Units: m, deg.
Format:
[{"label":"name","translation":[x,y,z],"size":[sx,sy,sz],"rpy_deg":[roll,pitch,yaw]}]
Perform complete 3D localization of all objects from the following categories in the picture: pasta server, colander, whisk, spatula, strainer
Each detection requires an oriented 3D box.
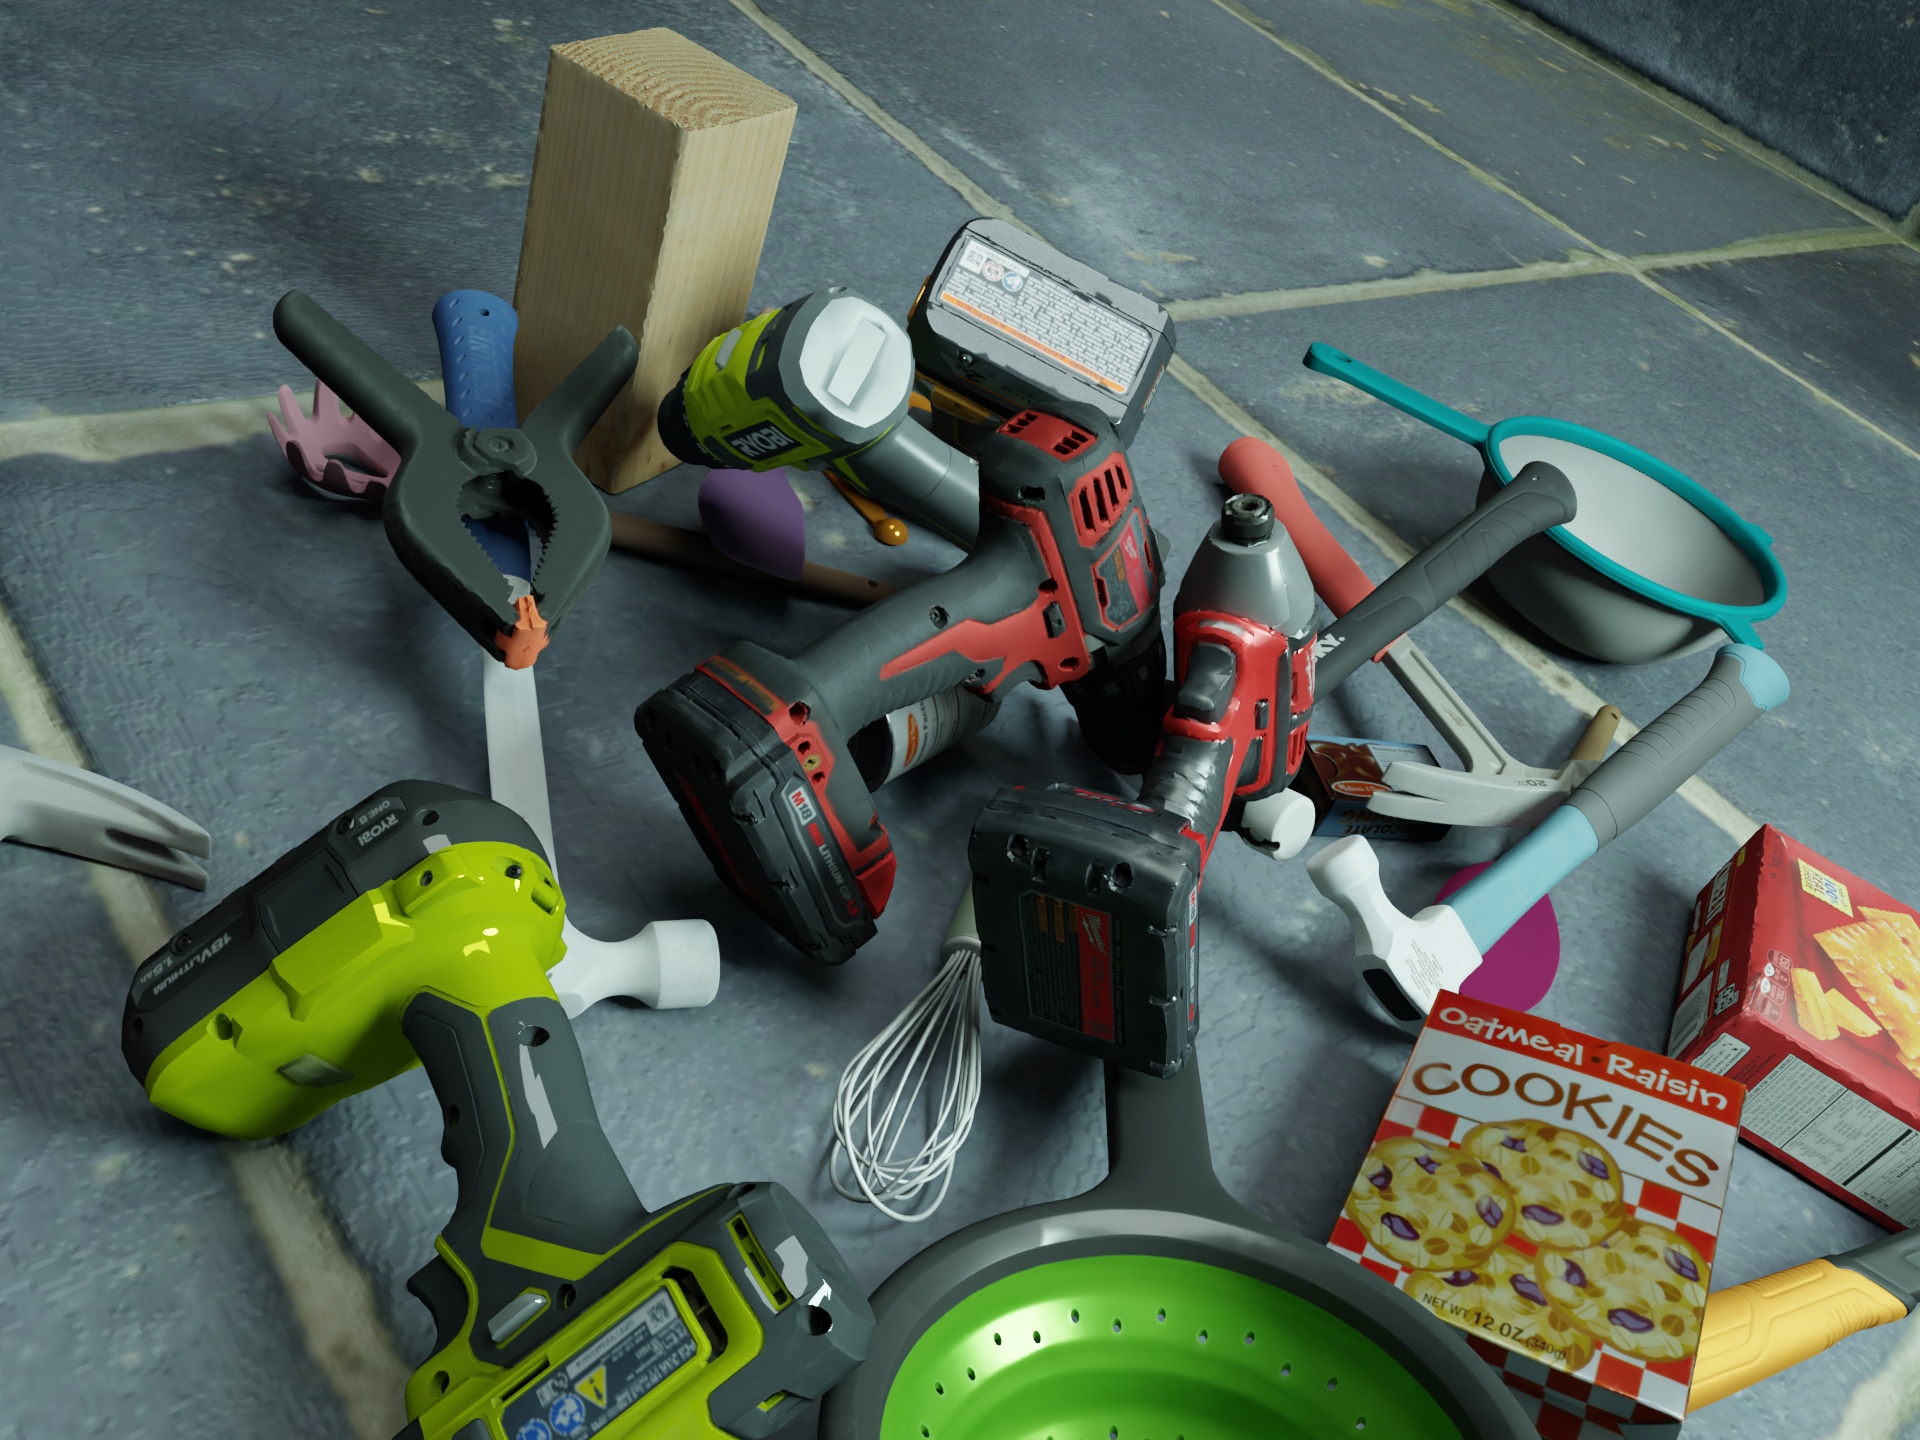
[{"label":"pasta server","translation":[-0.183,-0.104,0.804],"size":[0.316,0.040,0.060],"rpy_deg":[13,46,-13]},{"label":"colander","translation":[0.064,0.208,0.528],"size":[0.204,0.094,0.397],"rpy_deg":[6,21,1]},{"label":"whisk","translation":[0.002,0.103,0.650],"size":[0.059,0.058,0.246],"rpy_deg":[53,32,-17]},{"label":"spatula","translation":[-0.115,-0.170,0.909],"size":[0.059,0.018,0.316],"rpy_deg":[20,32,-18]},{"label":"strainer","translation":[0.365,-0.136,1.057],"size":[0.340,0.095,0.211],"rpy_deg":[31,38,10]}]

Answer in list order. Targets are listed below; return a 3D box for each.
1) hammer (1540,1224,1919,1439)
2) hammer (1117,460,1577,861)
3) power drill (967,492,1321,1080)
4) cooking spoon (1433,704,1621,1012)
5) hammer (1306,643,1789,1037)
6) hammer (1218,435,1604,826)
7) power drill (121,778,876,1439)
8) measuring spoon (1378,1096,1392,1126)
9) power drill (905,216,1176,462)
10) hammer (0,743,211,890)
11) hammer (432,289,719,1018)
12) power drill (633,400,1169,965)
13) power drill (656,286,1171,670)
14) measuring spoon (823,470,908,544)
[{"label":"hammer","translation":[0.333,0.233,0.611],"size":[0.336,0.034,0.127],"rpy_deg":[-10,57,-18]},{"label":"hammer","translation":[0.211,-0.052,0.830],"size":[0.335,0.035,0.146],"rpy_deg":[-35,42,-27]},{"label":"power drill","translation":[0.086,0.016,0.626],"size":[0.078,0.143,0.220],"rpy_deg":[14,44,23]},{"label":"cooking spoon","translation":[0.318,0.063,0.865],"size":[0.069,0.017,0.319],"rpy_deg":[41,42,9]},{"label":"hammer","translation":[0.308,0.045,0.777],"size":[0.331,0.033,0.128],"rpy_deg":[-30,92,-30]},{"label":"hammer","translation":[0.225,-0.066,0.926],"size":[0.149,0.036,0.359],"rpy_deg":[4,36,-23]},{"label":"power drill","translation":[-0.152,0.141,0.466],"size":[0.171,0.080,0.223],"rpy_deg":[-37,59,-6]},{"label":"measuring spoon","translation":[0.225,0.202,0.665],"size":[0.124,0.018,0.034],"rpy_deg":[36,42,6]},{"label":"power drill","translation":[0.038,-0.146,0.831],"size":[0.185,0.226,0.084],"rpy_deg":[27,73,-6]},{"label":"hammer","translation":[-0.355,0.142,0.432],"size":[0.143,0.038,0.387],"rpy_deg":[18,38,-8]},{"label":"hammer","translation":[-0.207,-0.052,0.696],"size":[0.144,0.035,0.406],"rpy_deg":[1,50,-24]},{"label":"power drill","translation":[-0.001,-0.002,0.661],"size":[0.227,0.187,0.080],"rpy_deg":[-39,44,-19]},{"label":"power drill","translation":[-0.031,-0.109,0.764],"size":[0.228,0.191,0.080],"rpy_deg":[32,75,-27]},{"label":"measuring spoon","translation":[-0.063,-0.141,0.924],"size":[0.021,0.011,0.117],"rpy_deg":[-11,49,-35]}]
